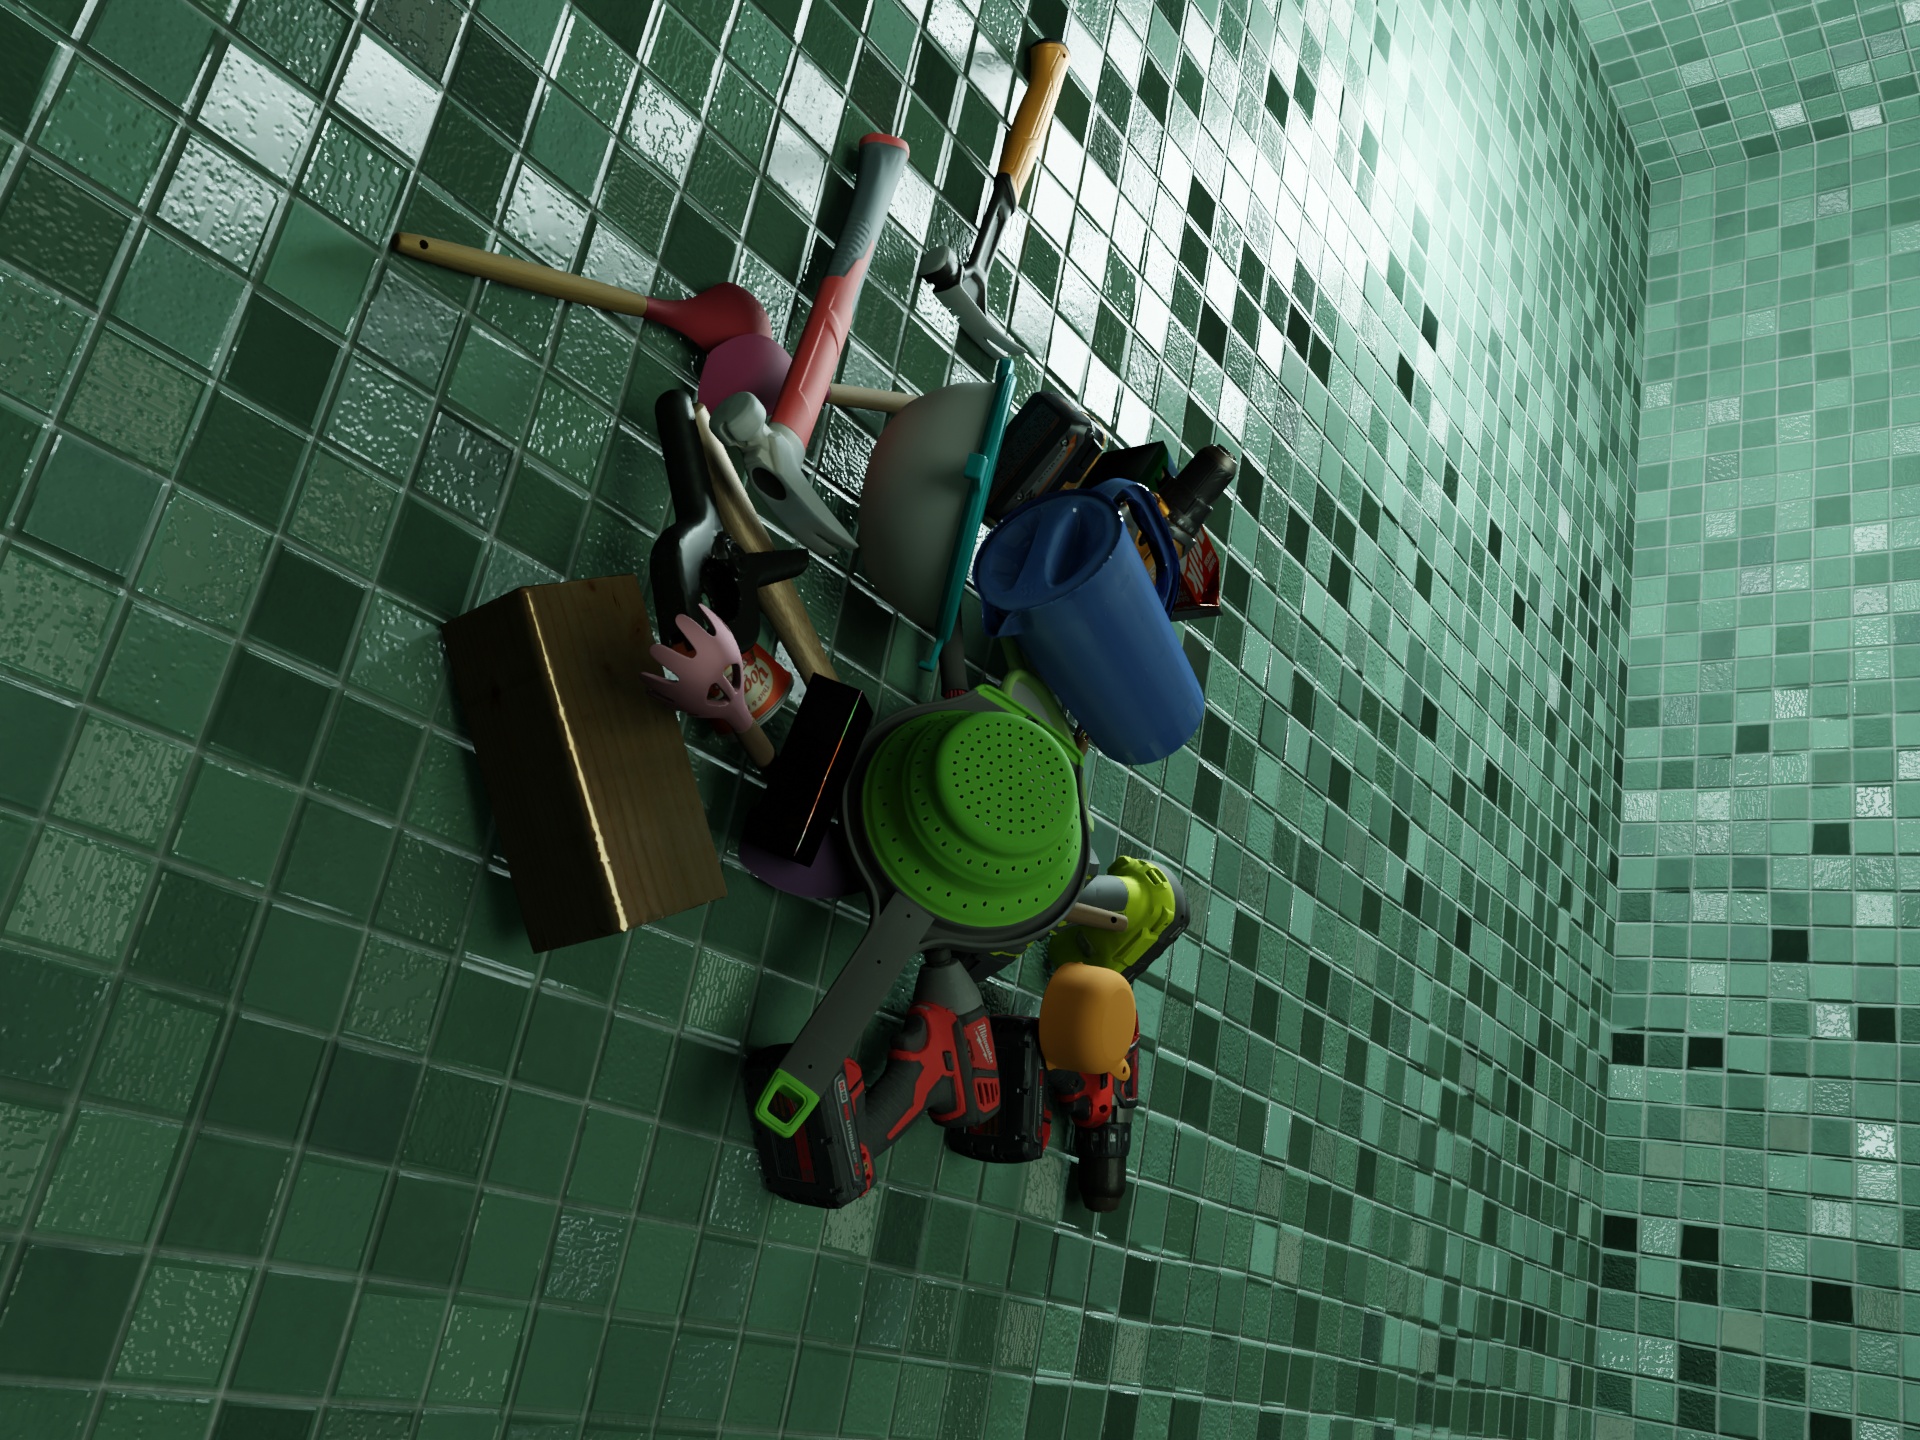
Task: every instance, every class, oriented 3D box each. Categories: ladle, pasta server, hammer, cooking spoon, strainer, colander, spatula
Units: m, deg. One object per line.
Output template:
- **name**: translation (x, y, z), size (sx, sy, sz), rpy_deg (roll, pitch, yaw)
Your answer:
- **ladle**: translation (-0.236, -0.284, 1.065), size (0.315, 0.031, 0.069), rpy_deg (0, 89, -51)
- **pasta server**: translation (-0.143, 0.003, 1.026), size (0.060, 0.040, 0.316), rpy_deg (-51, 169, -10)
- **hammer**: translation (0.051, -0.491, 1.450), size (0.127, 0.034, 0.337), rpy_deg (41, 55, -41)
- **cooking spoon**: translation (-0.091, -0.254, 1.242), size (0.318, 0.017, 0.068), rpy_deg (-9, 123, -56)
- **hammer**: translation (-0.086, -0.304, 1.203), size (0.143, 0.038, 0.387), rpy_deg (50, 41, -40)
- **strainer**: translation (-0.018, -0.211, 1.265), size (0.341, 0.095, 0.210), rpy_deg (-78, -178, -50)
- **hammer**: translation (-0.131, -0.078, 1.175), size (0.130, 0.031, 0.331), rpy_deg (-51, 125, -42)
- **colander**: translation (-0.019, 0.116, 1.124), size (0.204, 0.094, 0.397), rpy_deg (36, 57, -2)
- **strainer**: translation (0.033, -0.013, 1.364), size (0.151, 0.069, 0.256), rpy_deg (13, 58, -64)
- **spatula**: translation (-0.015, 0.124, 1.199), size (0.315, 0.018, 0.060), rpy_deg (14, 74, -20)

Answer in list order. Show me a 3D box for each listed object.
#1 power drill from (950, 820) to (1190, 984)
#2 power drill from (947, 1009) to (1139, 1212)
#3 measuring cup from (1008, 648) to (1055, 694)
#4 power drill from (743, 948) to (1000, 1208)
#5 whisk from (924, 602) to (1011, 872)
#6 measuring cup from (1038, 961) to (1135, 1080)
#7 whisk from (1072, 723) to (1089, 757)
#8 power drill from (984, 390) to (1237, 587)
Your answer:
- **power drill**: translation (0.084, 0.172, 1.347), size (0.223, 0.171, 0.080), rpy_deg (19, 29, -52)
- **power drill**: translation (0.084, 0.338, 1.379), size (0.226, 0.080, 0.188), rpy_deg (14, 76, -54)
- **measuring cup**: translation (0.103, -0.081, 1.470), size (0.167, 0.038, 0.083), rpy_deg (-40, 117, -44)
- **power drill**: translation (-0.055, 0.263, 1.197), size (0.219, 0.078, 0.143), rpy_deg (-18, 101, -51)
- **whisk**: translation (-0.002, -0.004, 1.285), size (0.073, 0.073, 0.296), rpy_deg (20, 57, -50)
- **measuring cup**: translation (0.126, 0.267, 1.328), size (0.173, 0.052, 0.095), rpy_deg (50, 52, -45)
- **whisk**: translation (0.119, 0.007, 1.486), size (0.051, 0.047, 0.245), rpy_deg (47, 55, -24)
- **power drill**: translation (0.136, -0.206, 1.421), size (0.226, 0.084, 0.185), rpy_deg (29, 106, -42)
